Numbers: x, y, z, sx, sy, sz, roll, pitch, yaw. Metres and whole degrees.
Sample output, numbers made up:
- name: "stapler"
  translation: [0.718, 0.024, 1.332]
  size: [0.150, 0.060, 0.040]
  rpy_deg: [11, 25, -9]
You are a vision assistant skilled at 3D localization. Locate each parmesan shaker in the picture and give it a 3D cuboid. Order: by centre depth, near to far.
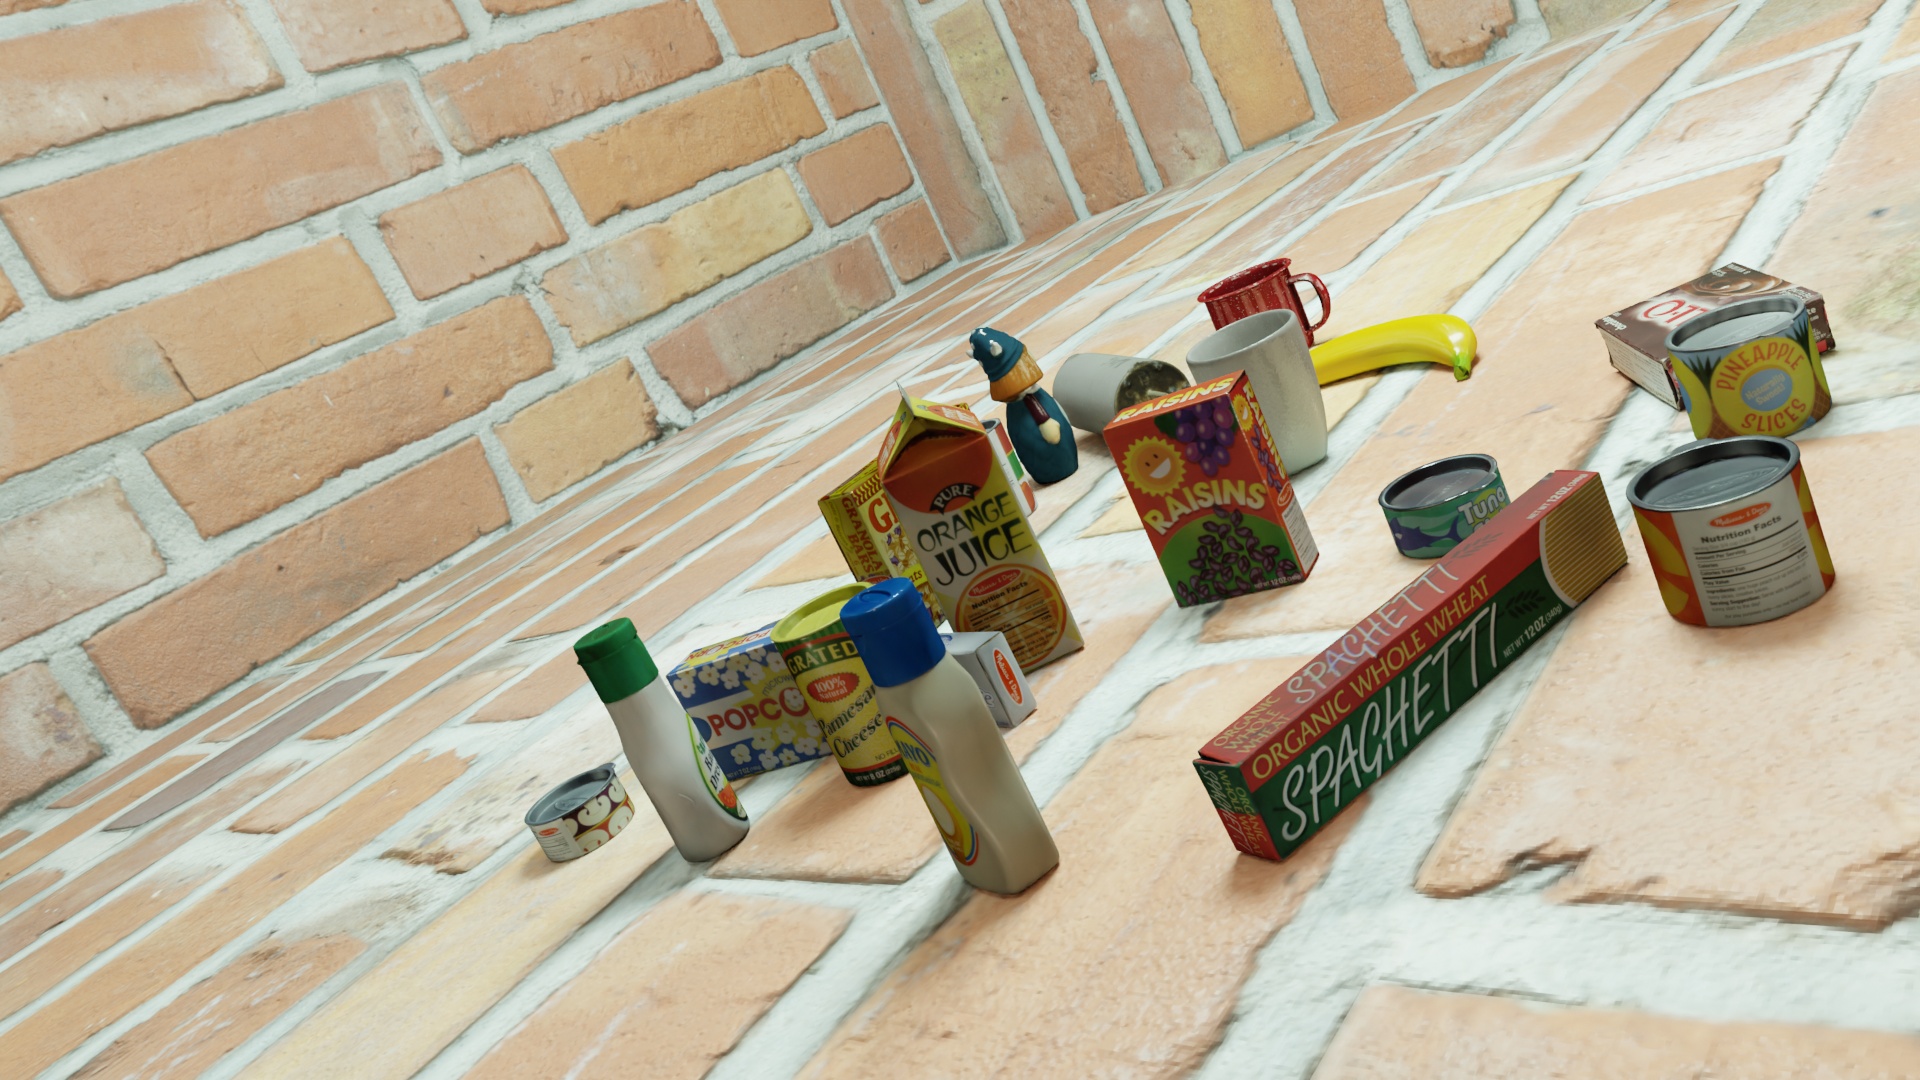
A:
- name: "parmesan shaker"
  translation: [-0.057, 0.084, 0.817]
  size: [0.071, 0.103, 0.071]
  rpy_deg: [-24, 15, 7]

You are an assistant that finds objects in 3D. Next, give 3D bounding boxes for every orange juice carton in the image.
- name: "orange juice carton"
  translation: [0.003, -0.011, 0.867]
  size: [0.073, 0.192, 0.072]
  rpy_deg: [-25, 14, 2]

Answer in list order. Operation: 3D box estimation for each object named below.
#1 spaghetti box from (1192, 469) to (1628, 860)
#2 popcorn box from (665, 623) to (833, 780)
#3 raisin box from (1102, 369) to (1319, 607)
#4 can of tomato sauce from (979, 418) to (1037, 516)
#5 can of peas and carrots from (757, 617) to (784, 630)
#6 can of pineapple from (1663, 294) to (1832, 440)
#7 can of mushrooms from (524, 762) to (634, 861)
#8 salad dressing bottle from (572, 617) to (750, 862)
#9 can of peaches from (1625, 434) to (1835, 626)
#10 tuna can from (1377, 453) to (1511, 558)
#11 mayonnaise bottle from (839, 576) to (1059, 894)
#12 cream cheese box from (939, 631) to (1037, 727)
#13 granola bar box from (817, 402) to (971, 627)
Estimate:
- name: "spaghetti box"
  translation: [0.205, 0.049, 0.612]
  size: [0.251, 0.050, 0.028]
  rpy_deg: [-33, 16, -24]
- name: "popcorn box"
  translation: [-0.114, 0.099, 0.895]
  size: [0.126, 0.085, 0.038]
  rpy_deg: [-19, 16, 26]
- name: "raisin box"
  translation: [0.149, -0.029, 0.824]
  size: [0.086, 0.123, 0.040]
  rpy_deg: [-16, 18, 35]
- name: "can of tomato sauce"
  translation: [0.021, -0.055, 1.199]
  size: [0.071, 0.083, 0.071]
  rpy_deg: [-24, 15, 7]
- name: "can of peas and carrots"
  translation: [-0.124, 0.094, 0.979]
  size: [0.071, 0.058, 0.071]
  rpy_deg: [-24, 15, 7]
- name: "can of pineapple"
  translation: [0.410, -0.087, 0.723]
  size: [0.071, 0.057, 0.071]
  rpy_deg: [-24, 15, 7]
- name: "can of mushrooms"
  translation: [-0.255, 0.183, 0.938]
  size: [0.071, 0.033, 0.071]
  rpy_deg: [-24, 15, 7]
- name: "salad dressing bottle"
  translation: [-0.176, 0.116, 0.814]
  size: [0.044, 0.147, 0.064]
  rpy_deg: [-27, 15, -3]
- name: "can of peaches"
  translation: [0.324, -0.005, 0.585]
  size: [0.071, 0.058, 0.071]
  rpy_deg: [-24, 15, 7]
- name: "tuna can"
  translation: [0.271, -0.019, 0.768]
  size: [0.071, 0.032, 0.071]
  rpy_deg: [-24, 15, 7]
- name: "mayonnaise bottle"
  translation: [-0.008, 0.089, 0.633]
  size: [0.041, 0.147, 0.064]
  rpy_deg: [-32, 16, -24]
- name: "cream cheese box"
  translation: [-0.004, 0.083, 0.831]
  size: [0.024, 0.053, 0.103]
  rpy_deg: [-36, 18, -34]
- name: "granola bar box"
  translation: [-0.025, -0.016, 1.061]
  size: [0.039, 0.124, 0.166]
  rpy_deg: [-14, 19, 39]
